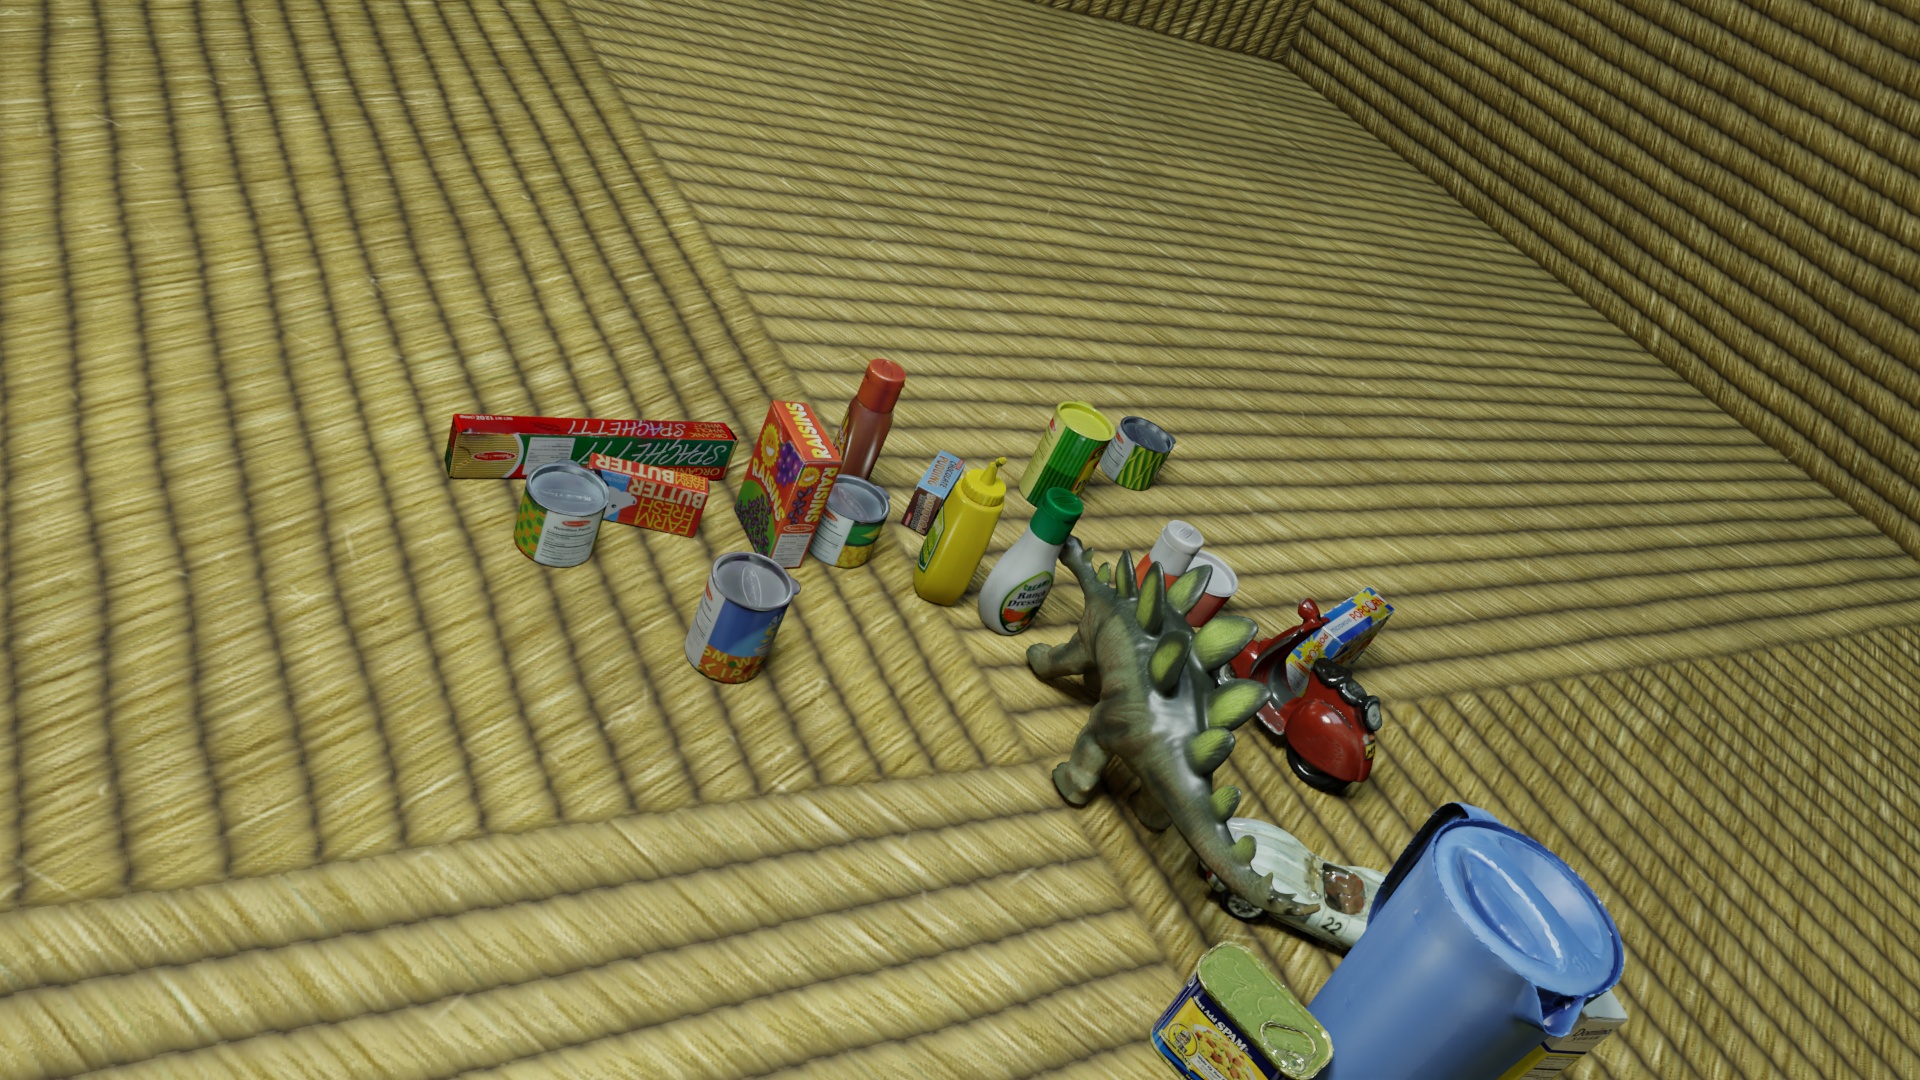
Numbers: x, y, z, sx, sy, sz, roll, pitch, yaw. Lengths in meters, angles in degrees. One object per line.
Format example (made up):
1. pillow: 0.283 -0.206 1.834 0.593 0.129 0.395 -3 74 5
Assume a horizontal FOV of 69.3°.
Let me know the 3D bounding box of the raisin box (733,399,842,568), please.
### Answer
1. raisin box: -0.153 -0.048 1.216 0.040 0.122 0.086 0 42 -34

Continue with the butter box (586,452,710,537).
1. butter box: -0.271 -0.038 1.188 0.103 0.052 0.024 12 36 -20

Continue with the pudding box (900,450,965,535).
1. pudding box: -0.026 -0.048 1.365 0.030 0.049 0.084 27 34 2

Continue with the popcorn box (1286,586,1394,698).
1. popcorn box: 0.374 0.103 1.393 0.038 0.084 0.127 43 37 23

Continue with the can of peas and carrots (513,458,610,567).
1. can of peas and carrots: -0.324 -0.022 1.127 0.071 0.058 0.071 18 35 -13

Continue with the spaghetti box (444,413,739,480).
1. spaghetti box: -0.318 -0.080 1.216 0.251 0.050 0.029 -1 42 -35

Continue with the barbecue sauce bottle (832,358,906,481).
1. barbecue sauce bottle: -0.092 -0.101 1.304 0.044 0.147 0.065 14 36 -18

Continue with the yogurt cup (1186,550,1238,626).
1. yogurt cup: 0.239 0.050 1.403 0.072 0.053 0.073 18 35 -12

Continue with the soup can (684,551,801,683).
1. soup can: -0.172 0.061 1.092 0.071 0.083 0.072 18 35 -13

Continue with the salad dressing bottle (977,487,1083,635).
1. salad dressing bottle: 0.064 0.019 1.246 0.064 0.146 0.044 -4 44 -37

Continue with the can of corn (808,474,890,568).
1. can of corn: -0.103 -0.017 1.266 0.071 0.058 0.071 18 35 -13

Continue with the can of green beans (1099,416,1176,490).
1. can of green beans: 0.199 -0.098 1.573 0.071 0.057 0.071 18 35 -13

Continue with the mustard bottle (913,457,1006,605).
1. mustard bottle: 0.004 -0.016 1.243 0.049 0.159 0.065 16 35 -15

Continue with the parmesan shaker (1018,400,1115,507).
1. parmesan shaker: 0.111 -0.087 1.461 0.071 0.102 0.072 18 35 -13

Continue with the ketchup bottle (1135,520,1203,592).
1. ketchup bottle: 0.173 0.047 1.279 0.043 0.148 0.065 38 35 17
